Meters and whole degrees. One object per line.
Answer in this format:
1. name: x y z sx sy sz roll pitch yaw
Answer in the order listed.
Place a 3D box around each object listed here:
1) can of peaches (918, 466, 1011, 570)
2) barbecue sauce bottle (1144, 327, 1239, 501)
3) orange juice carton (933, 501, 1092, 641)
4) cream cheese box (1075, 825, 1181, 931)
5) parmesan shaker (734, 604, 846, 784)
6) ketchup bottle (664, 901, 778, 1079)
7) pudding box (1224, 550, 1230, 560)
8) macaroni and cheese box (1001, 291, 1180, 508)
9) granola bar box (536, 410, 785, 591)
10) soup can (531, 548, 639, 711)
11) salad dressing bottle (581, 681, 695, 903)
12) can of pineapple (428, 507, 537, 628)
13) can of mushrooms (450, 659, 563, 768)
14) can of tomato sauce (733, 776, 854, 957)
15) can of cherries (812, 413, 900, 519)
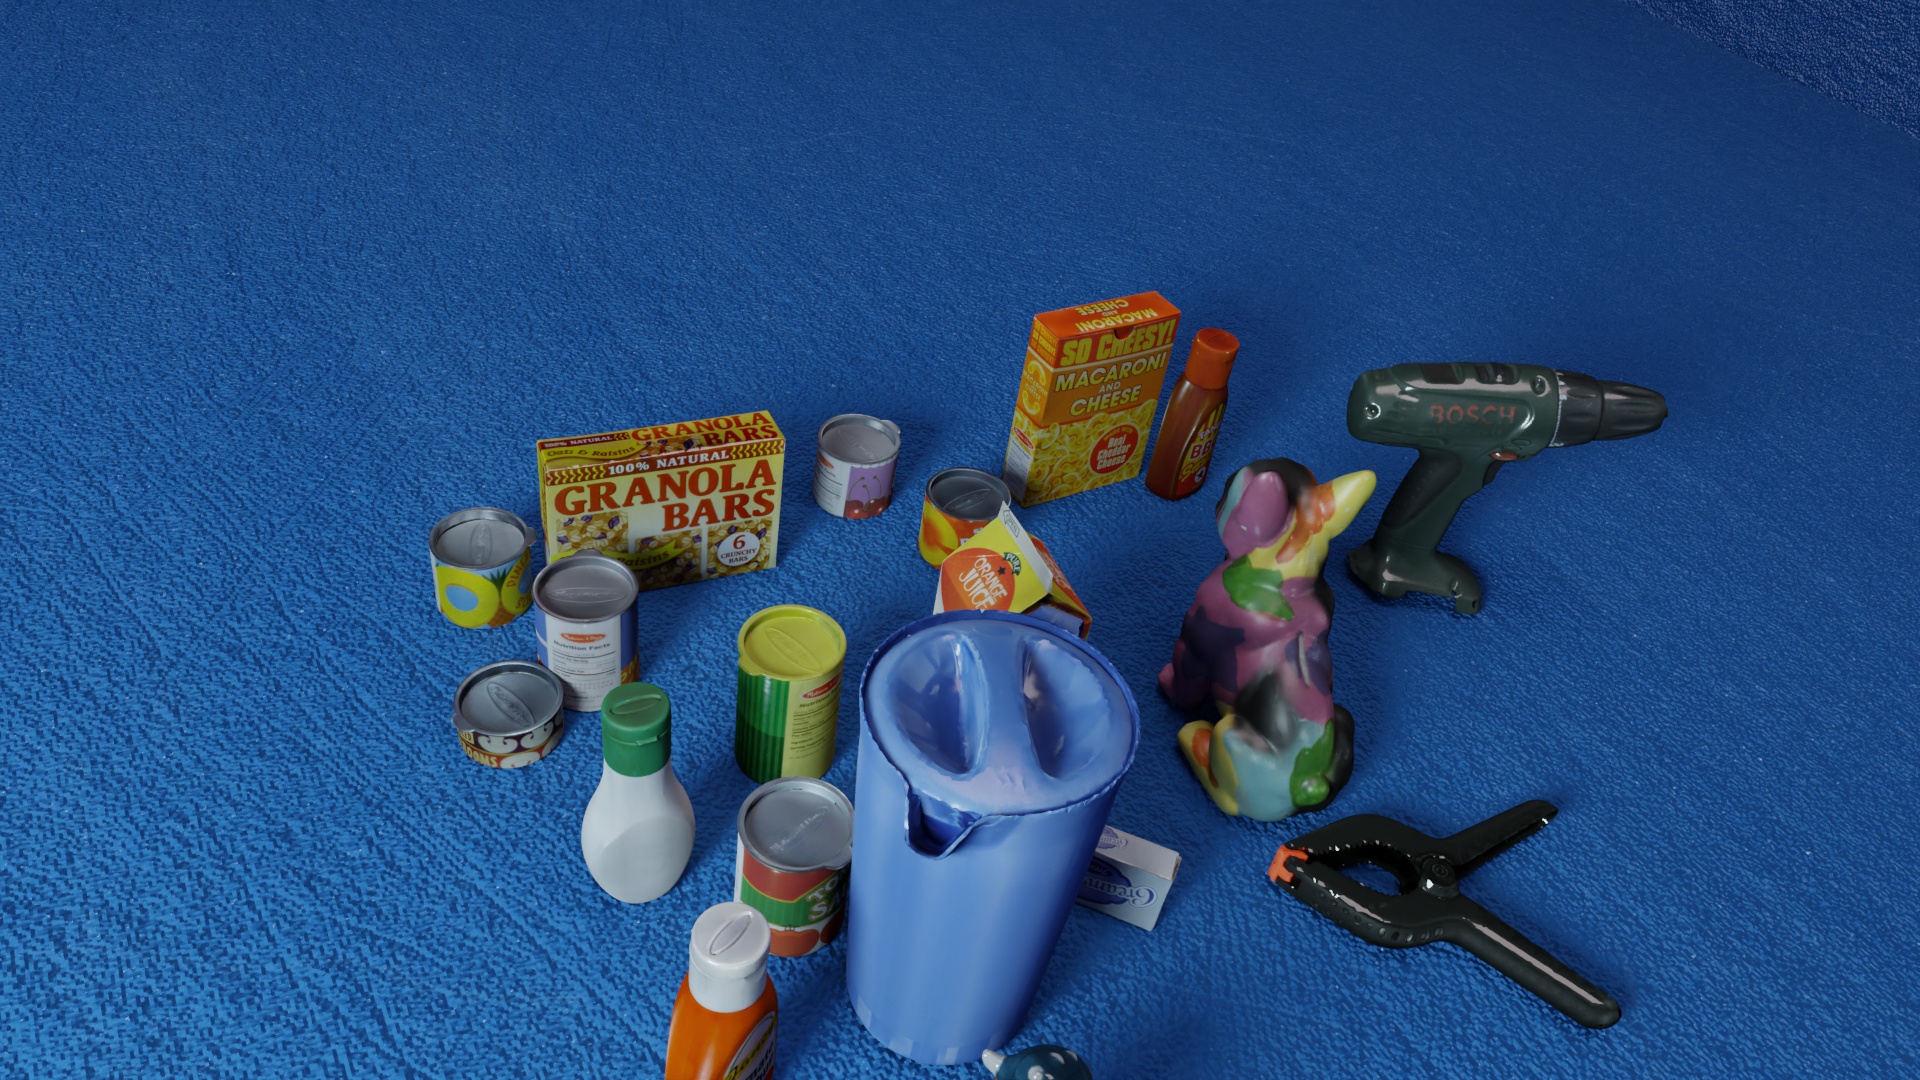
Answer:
1. can of peaches: 0.004 -0.014 1.079 0.071 0.057 0.071 6 39 -5
2. barbecue sauce bottle: 0.196 -0.106 1.163 0.044 0.147 0.065 34 45 26
3. orange juice carton: 0.026 0.070 0.877 0.073 0.191 0.072 -9 43 -22
4. cream cheese box: 0.077 0.196 0.846 0.104 0.053 0.024 19 40 10
5. parmesan shaker: -0.112 0.101 0.880 0.071 0.102 0.072 6 39 -5
6. ketchup bottle: -0.116 0.235 0.681 0.043 0.148 0.065 27 42 20
7. pudding box: 0.240 0.022 1.095 0.030 0.049 0.084 -1 41 -14
8. macaroni and cheese box: 0.106 -0.114 1.138 0.124 0.165 0.040 -16 46 -29
9. granola bar box: -0.213 -0.024 0.992 0.166 0.123 0.039 -10 43 -23
10. soup can: -0.245 0.059 0.916 0.071 0.083 0.072 6 39 -5
11. salad dressing bottle: -0.181 0.142 0.780 0.064 0.146 0.044 -13 45 -26
12. can of pineapple: -0.330 0.020 0.966 0.071 0.057 0.071 6 39 -5
13. can of mushrooms: -0.288 0.111 0.883 0.071 0.033 0.071 6 39 -5
14. can of tomato sauce: -0.094 0.188 0.794 0.071 0.082 0.071 6 39 -5
15. can of cherries: -0.082 -0.060 1.116 0.071 0.058 0.072 6 39 -5
